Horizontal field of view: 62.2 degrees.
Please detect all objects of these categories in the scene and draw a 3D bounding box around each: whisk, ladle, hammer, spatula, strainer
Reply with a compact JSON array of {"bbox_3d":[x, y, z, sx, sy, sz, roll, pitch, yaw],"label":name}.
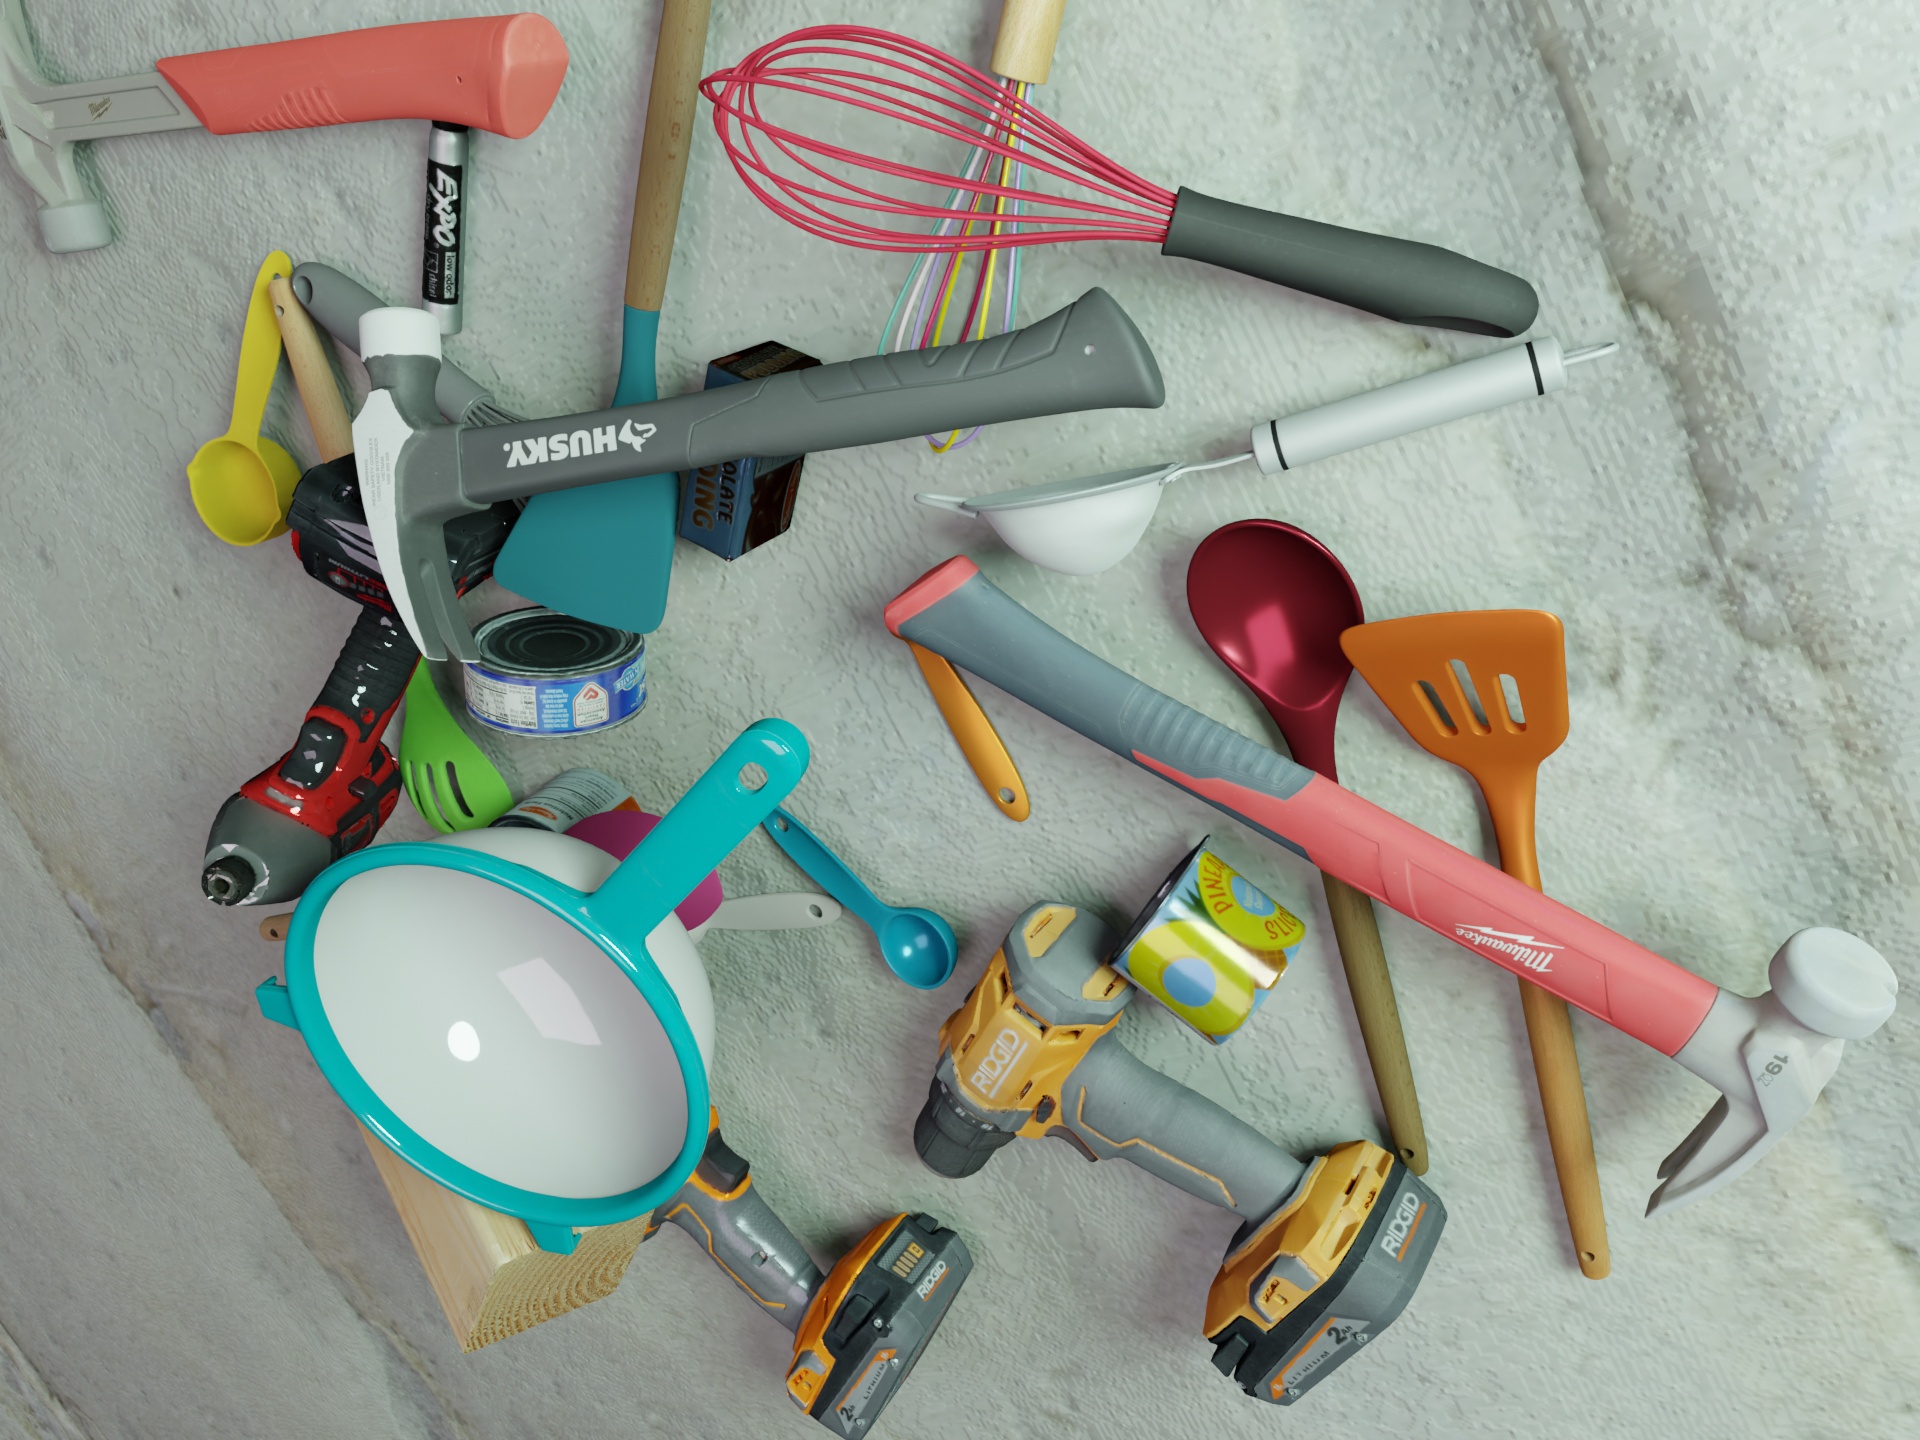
[{"bbox_3d":[0.053,-0.176,0.543,0.296,0.073,0.073,15,122,0],"label":"whisk"},{"bbox_3d":[0.158,0.060,0.658,0.069,0.031,0.315,-4,114,35],"label":"ladle"},{"bbox_3d":[-0.321,-0.291,0.708,0.359,0.037,0.149,7,118,30],"label":"hammer"},{"bbox_3d":[0.013,-0.216,0.588,0.051,0.047,0.244,17,117,5],"label":"whisk"},{"bbox_3d":[-0.087,-0.108,0.609,0.335,0.035,0.146,-5,88,20],"label":"hammer"},{"bbox_3d":[-0.130,-0.194,0.652,0.082,0.044,0.317,19,115,10],"label":"spatula"},{"bbox_3d":[0.226,0.098,0.632,0.081,0.041,0.322,-4,113,35],"label":"spatula"},{"bbox_3d":[0.106,-0.095,0.583,0.258,0.087,0.050,-14,99,21],"label":"strainer"},{"bbox_3d":[0.135,0.050,0.623,0.386,0.038,0.143,29,135,16],"label":"hammer"},{"bbox_3d":[-0.156,0.088,0.703,0.211,0.095,0.340,43,123,-6],"label":"strainer"},{"bbox_3d":[-0.228,-0.143,0.747,0.239,0.055,0.055,39,125,11],"label":"whisk"}]

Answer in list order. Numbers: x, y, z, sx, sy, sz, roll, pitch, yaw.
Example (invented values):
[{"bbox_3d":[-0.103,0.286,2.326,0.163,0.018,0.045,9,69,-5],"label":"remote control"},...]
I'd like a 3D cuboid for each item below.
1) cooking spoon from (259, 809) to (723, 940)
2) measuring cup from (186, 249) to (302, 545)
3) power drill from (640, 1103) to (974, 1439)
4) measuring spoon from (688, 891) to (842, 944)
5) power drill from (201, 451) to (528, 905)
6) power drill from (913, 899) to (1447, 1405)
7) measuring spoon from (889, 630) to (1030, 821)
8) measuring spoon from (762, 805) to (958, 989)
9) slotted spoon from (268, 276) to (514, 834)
[{"bbox_3d":[-0.252,0.093,0.816,0.319,0.017,0.068,-10,109,29],"label":"cooking spoon"},{"bbox_3d":[-0.355,-0.165,0.817,0.062,0.029,0.156,26,111,12],"label":"measuring cup"},{"bbox_3d":[-0.110,0.267,0.867,0.226,0.084,0.164,33,125,14],"label":"power drill"},{"bbox_3d":[-0.116,0.104,0.825,0.124,0.018,0.034,-8,110,29],"label":"measuring spoon"},{"bbox_3d":[-0.291,-0.014,0.755,0.078,0.143,0.219,27,109,-4],"label":"power drill"},{"bbox_3d":[0.083,0.209,0.739,0.226,0.084,0.185,37,132,11],"label":"power drill"},{"bbox_3d":[-0.001,-0.002,0.717,0.021,0.011,0.117,-24,102,34],"label":"measuring spoon"},{"bbox_3d":[-0.049,0.080,0.784,0.129,0.021,0.042,41,127,15],"label":"measuring spoon"},{"bbox_3d":[-0.300,-0.070,0.825,0.070,0.031,0.313,-2,113,26],"label":"slotted spoon"}]
